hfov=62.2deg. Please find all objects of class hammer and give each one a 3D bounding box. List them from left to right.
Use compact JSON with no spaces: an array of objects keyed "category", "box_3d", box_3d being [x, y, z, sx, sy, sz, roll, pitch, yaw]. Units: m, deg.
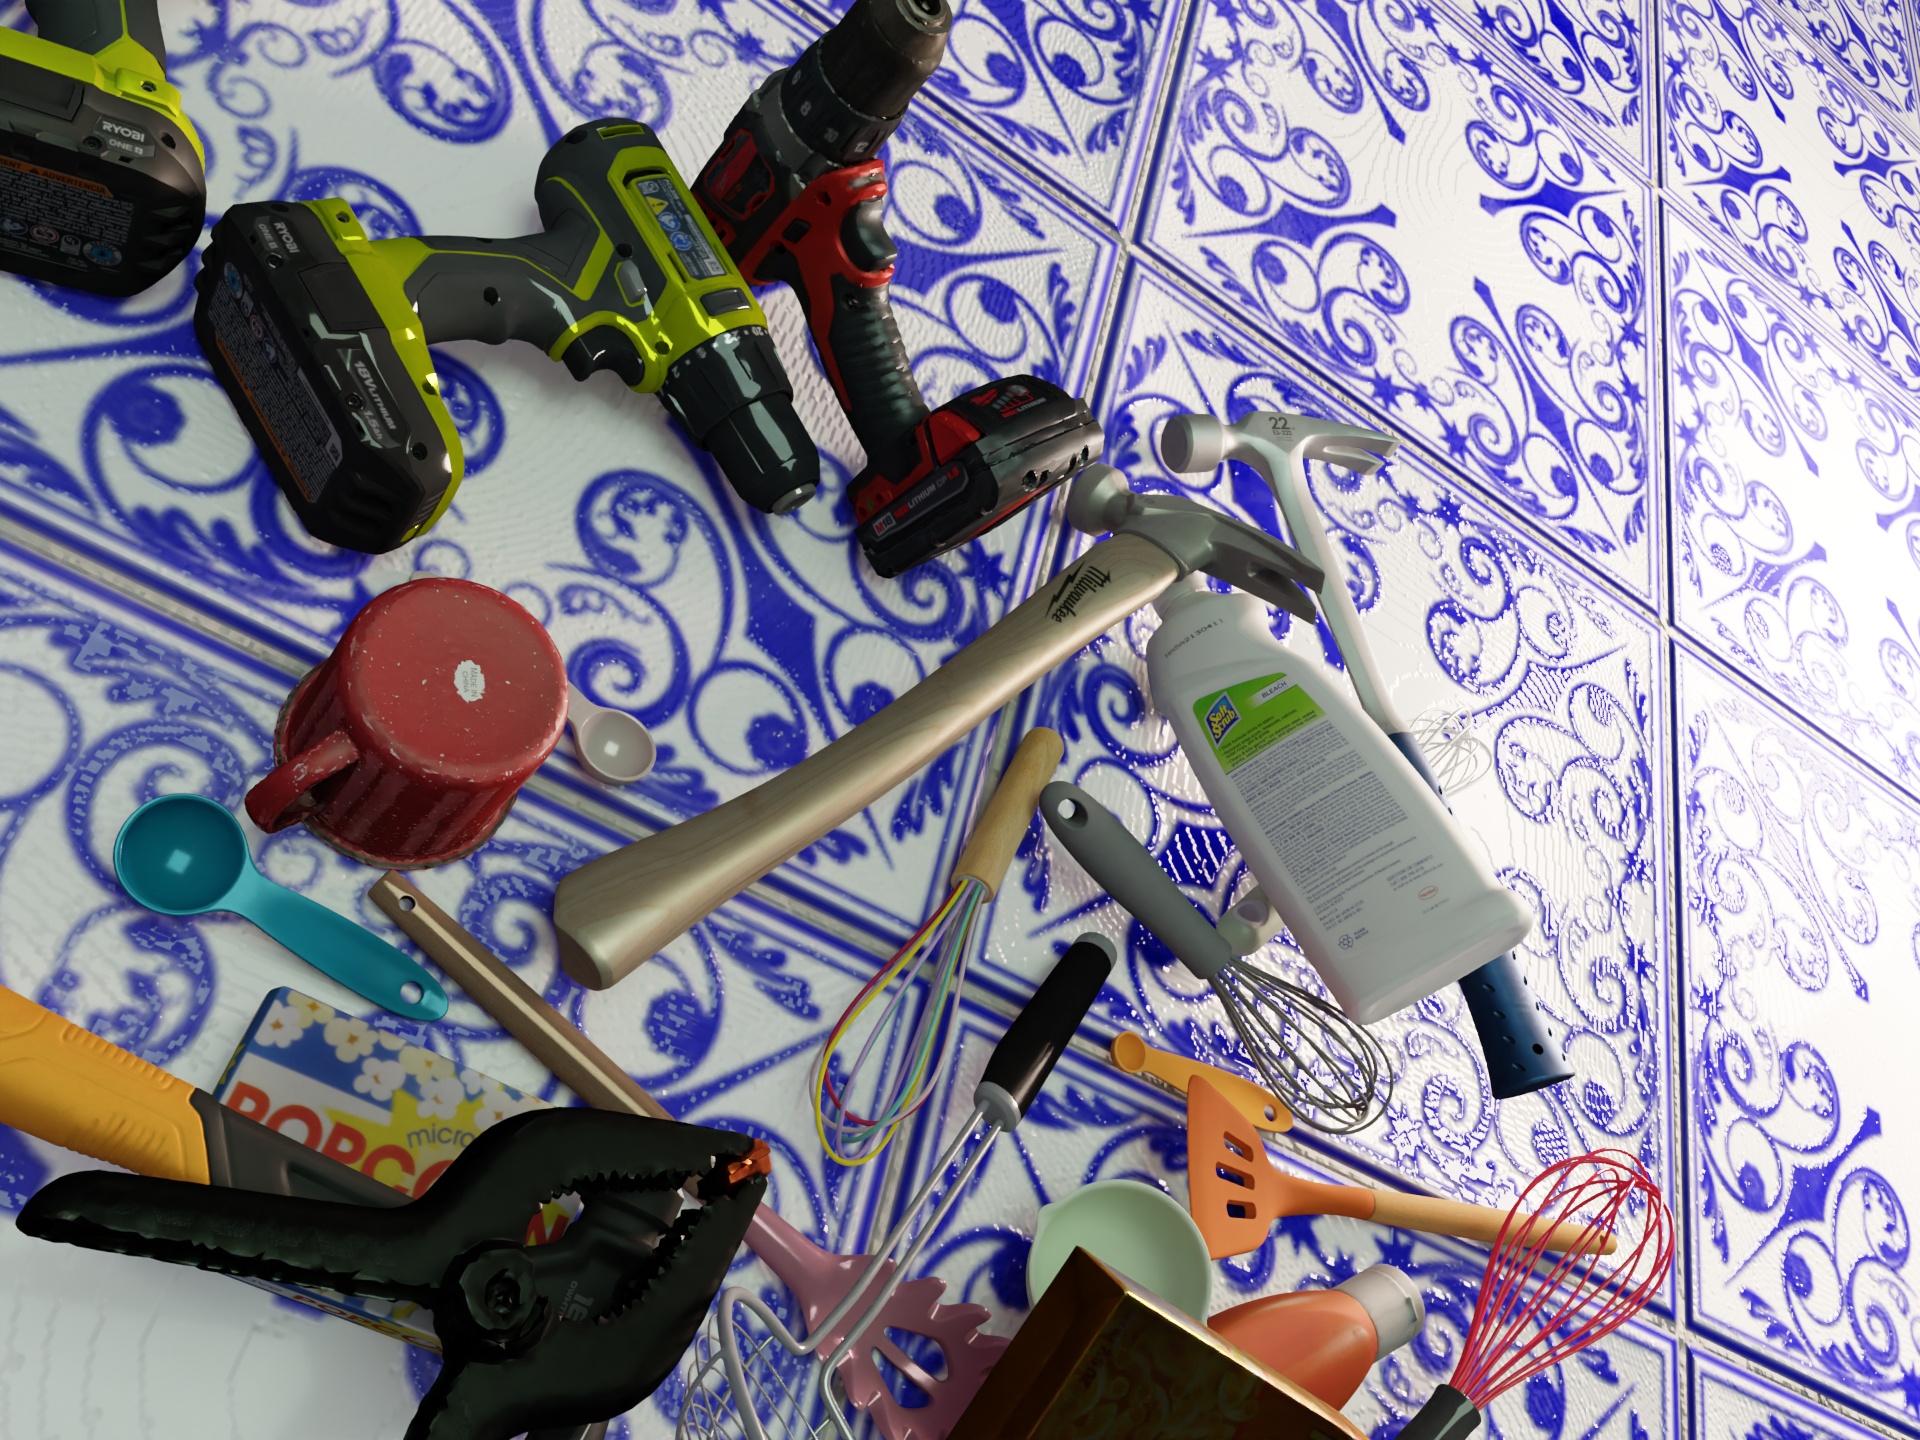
[{"category":"hammer","box_3d":[-0.249,0.124,0.468,0.336,0.034,0.127,34,54,-17]},{"category":"hammer","box_3d":[-0.001,-0.002,0.709,0.146,0.038,0.410,30,47,30]},{"category":"hammer","box_3d":[0.234,0.000,0.856,0.144,0.035,0.406,-5,64,-22]}]

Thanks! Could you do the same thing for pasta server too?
[{"category":"pasta server","box_3d":[-0.099,0.167,0.598,0.316,0.040,0.060,45,62,-7]}]

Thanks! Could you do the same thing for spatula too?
[{"category":"spatula","box_3d":[0.223,0.241,0.783,0.322,0.041,0.081,17,60,-29]}]

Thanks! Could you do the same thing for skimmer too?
[{"category":"skimmer","box_3d":[0.012,0.176,0.586,0.127,0.090,0.363,60,35,-11]}]

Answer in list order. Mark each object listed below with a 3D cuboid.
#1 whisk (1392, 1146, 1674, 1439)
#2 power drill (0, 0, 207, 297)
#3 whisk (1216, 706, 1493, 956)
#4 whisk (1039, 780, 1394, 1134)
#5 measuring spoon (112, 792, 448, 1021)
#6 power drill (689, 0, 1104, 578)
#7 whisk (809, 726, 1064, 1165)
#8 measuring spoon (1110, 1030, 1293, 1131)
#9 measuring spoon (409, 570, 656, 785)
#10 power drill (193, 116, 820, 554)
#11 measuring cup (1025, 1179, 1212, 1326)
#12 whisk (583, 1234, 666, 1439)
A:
[{"category":"whisk","box_3d":[0.244,0.305,0.740,0.296,0.073,0.073,-36,91,-28]},{"category":"power drill","box_3d":[-0.363,-0.286,0.608,0.171,0.080,0.223,10,59,-32]},{"category":"whisk","box_3d":[0.216,0.059,0.865,0.058,0.059,0.246,33,47,30]},{"category":"whisk","box_3d":[0.122,0.112,0.760,0.239,0.055,0.055,45,51,-13]},{"category":"measuring spoon","box_3d":[-0.239,0.072,0.564,0.128,0.021,0.042,40,58,-24]},{"category":"power drill","box_3d":[-0.027,-0.199,0.728,0.080,0.188,0.226,-30,91,-39]},{"category":"whisk","box_3d":[-0.004,0.087,0.699,0.047,0.051,0.245,36,50,-8]},{"category":"measuring spoon","box_3d":[0.115,0.175,0.762,0.116,0.011,0.021,27,56,-26]},{"category":"measuring spoon","box_3d":[-0.177,-0.016,0.649,0.124,0.018,0.034,41,41,-3]},{"category":"power drill","box_3d":[-0.176,-0.152,0.672,0.228,0.080,0.190,-28,85,-42]},{"category":"measuring cup","box_3d":[0.037,0.266,0.649,0.083,0.038,0.167,35,69,12]},{"category":"whisk","box_3d":[-0.146,0.291,0.499,0.070,0.070,0.285,31,49,-19]}]
